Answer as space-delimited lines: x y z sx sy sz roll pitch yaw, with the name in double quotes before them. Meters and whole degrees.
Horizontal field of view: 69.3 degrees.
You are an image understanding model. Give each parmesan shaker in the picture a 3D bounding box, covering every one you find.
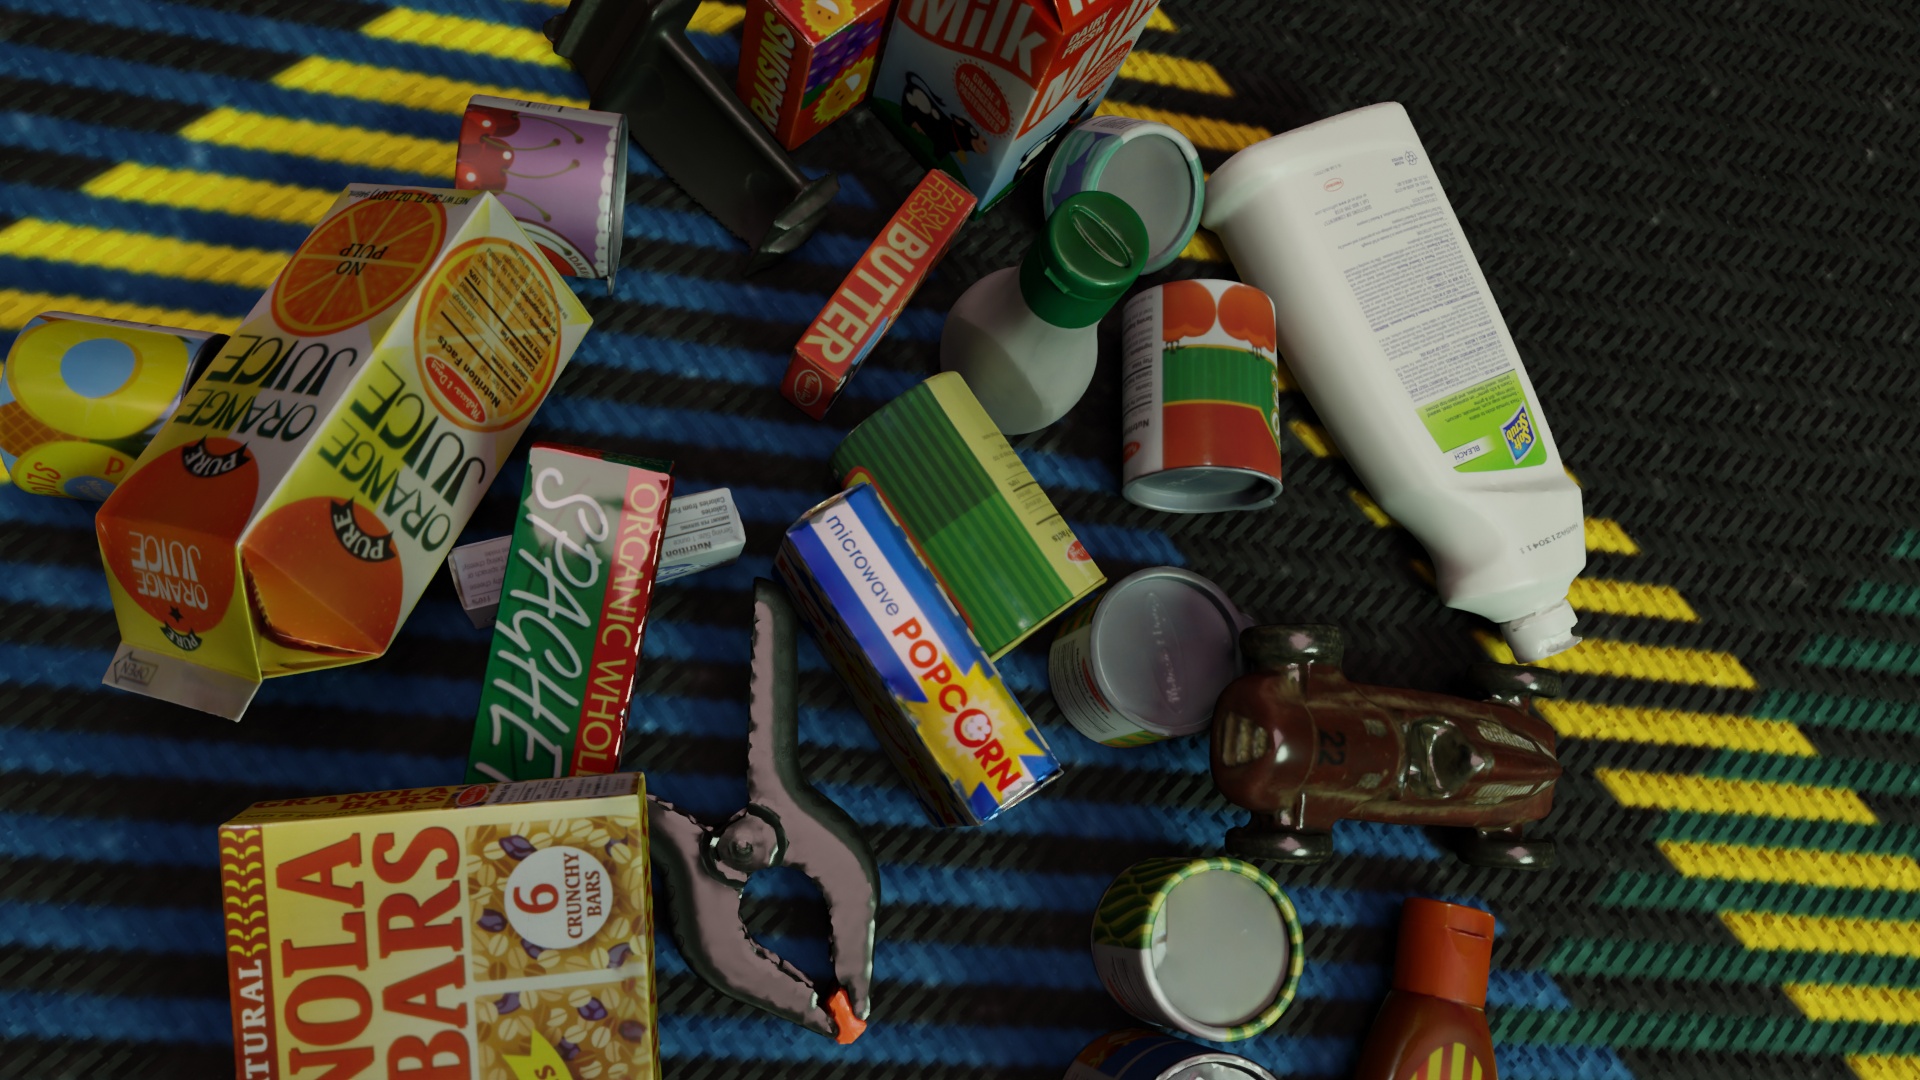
"parmesan shaker" 0.002 -0.007 0.554 0.071 0.071 0.103 -33 83 -18

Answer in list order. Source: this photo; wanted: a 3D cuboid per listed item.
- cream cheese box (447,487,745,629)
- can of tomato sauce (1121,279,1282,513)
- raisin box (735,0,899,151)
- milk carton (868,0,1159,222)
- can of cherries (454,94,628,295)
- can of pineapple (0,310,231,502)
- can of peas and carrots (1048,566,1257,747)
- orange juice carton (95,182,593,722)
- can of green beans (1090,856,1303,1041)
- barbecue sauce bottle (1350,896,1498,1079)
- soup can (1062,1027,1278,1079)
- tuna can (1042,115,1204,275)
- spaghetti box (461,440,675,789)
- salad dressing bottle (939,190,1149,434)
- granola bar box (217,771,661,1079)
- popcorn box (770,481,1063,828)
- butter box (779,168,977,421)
"cream cheese box" -0.135 0.006 0.523 0.104 0.053 0.024 -14 82 -16
"can of tomato sauce" 0.103 -0.059 0.589 0.071 0.071 0.083 5 75 -12
"raisin box" -0.036 -0.231 0.589 0.124 0.086 0.040 -42 90 -19
"milk carton" 0.026 -0.210 0.543 0.072 0.190 0.073 -42 88 -19
"can of cherries" -0.163 -0.135 0.546 0.058 0.071 0.071 5 75 -12
"can of pineapple" -0.295 -0.043 0.492 0.058 0.071 0.071 7 75 -11
"can of peas and carrots" 0.077 0.048 0.560 0.071 0.058 0.071 3 76 -13
"orange juice carton" -0.215 -0.029 0.477 0.072 0.072 0.193 9 61 27
"can of green beans" 0.090 0.156 0.536 0.071 0.057 0.071 3 76 -12
"barbecue sauce bottle" 0.184 0.219 0.550 0.065 0.043 0.149 16 73 -8
"soup can" 0.080 0.216 0.505 0.071 0.083 0.071 3 76 -12
"tuna can" 0.071 -0.147 0.605 0.071 0.033 0.070 -13 115 -30
"spaghetti box" -0.146 0.091 0.478 0.050 0.028 0.250 11 91 -11
"salad dressing bottle" 0.031 -0.085 0.535 0.044 0.147 0.064 -43 89 -19
"granola bar box" -0.160 0.162 0.443 0.124 0.039 0.165 -3 93 -10
"popcorn box" -0.021 0.046 0.523 0.038 0.085 0.127 -33 86 -17
"butter box" -0.035 -0.101 0.574 0.024 0.053 0.104 36 71 -5
